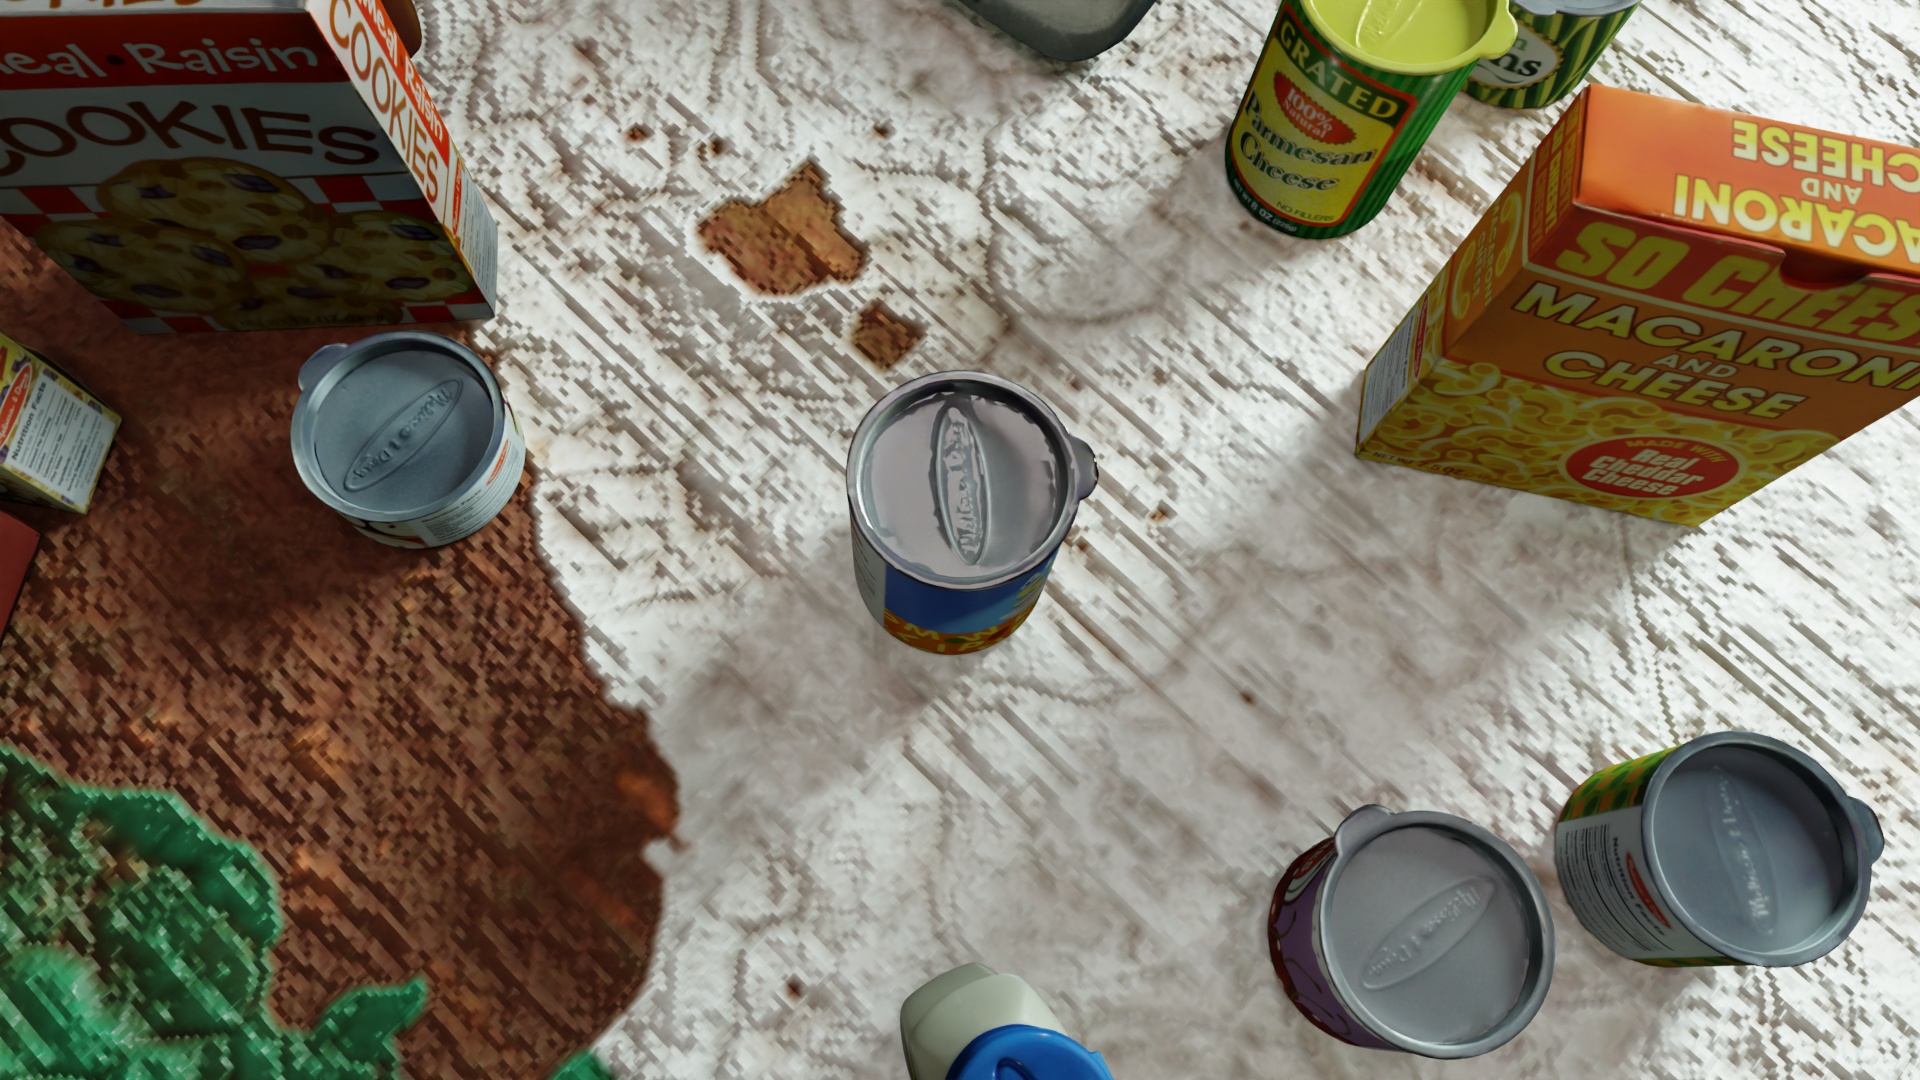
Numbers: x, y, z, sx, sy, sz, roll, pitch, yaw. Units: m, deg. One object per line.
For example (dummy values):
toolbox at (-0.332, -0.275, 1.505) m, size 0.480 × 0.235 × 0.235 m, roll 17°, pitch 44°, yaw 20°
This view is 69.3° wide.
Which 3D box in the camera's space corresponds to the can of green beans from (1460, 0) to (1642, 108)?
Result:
can of green beans at (0.216, -0.205, 0.519) m, size 0.071 × 0.057 × 0.071 m, roll 1°, pitch 72°, yaw -3°

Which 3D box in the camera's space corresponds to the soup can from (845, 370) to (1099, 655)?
soup can at (0.002, -0.005, 0.428) m, size 0.071 × 0.083 × 0.071 m, roll 1°, pitch 72°, yaw -3°

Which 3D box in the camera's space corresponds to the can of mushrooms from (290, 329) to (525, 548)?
can of mushrooms at (-0.181, -0.034, 0.454) m, size 0.071 × 0.033 × 0.071 m, roll 1°, pitch 72°, yaw -3°

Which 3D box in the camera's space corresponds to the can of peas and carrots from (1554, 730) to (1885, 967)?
can of peas and carrots at (0.226, 0.094, 0.420) m, size 0.071 × 0.058 × 0.071 m, roll 1°, pitch 72°, yaw -3°

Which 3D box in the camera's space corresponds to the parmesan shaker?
parmesan shaker at (0.135, -0.154, 0.474) m, size 0.071 × 0.102 × 0.071 m, roll 1°, pitch 72°, yaw -3°

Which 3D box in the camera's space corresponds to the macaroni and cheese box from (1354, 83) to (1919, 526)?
macaroni and cheese box at (0.205, -0.058, 0.413) m, size 0.124 × 0.166 × 0.040 m, roll 12°, pitch 72°, yaw 1°

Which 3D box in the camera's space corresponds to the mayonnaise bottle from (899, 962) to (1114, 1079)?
mayonnaise bottle at (0.011, 0.139, 0.347) m, size 0.041 × 0.147 × 0.065 m, roll -26°, pitch 75°, yaw -11°

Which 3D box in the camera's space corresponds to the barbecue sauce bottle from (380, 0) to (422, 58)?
barbecue sauce bottle at (-0.227, -0.204, 0.447) m, size 0.065 × 0.148 × 0.044 m, roll -30°, pitch 76°, yaw -12°

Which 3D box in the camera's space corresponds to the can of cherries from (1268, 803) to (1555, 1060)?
can of cherries at (0.129, 0.114, 0.409) m, size 0.071 × 0.058 × 0.071 m, roll 1°, pitch 72°, yaw -3°

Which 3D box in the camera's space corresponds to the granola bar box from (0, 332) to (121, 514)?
granola bar box at (-0.362, -0.058, 0.405) m, size 0.166 × 0.124 × 0.039 m, roll 10°, pitch 72°, yaw 0°

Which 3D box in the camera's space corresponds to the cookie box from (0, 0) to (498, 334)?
cookie box at (-0.220, -0.117, 0.409) m, size 0.123 × 0.167 × 0.040 m, roll -3°, pitch 73°, yaw -4°
